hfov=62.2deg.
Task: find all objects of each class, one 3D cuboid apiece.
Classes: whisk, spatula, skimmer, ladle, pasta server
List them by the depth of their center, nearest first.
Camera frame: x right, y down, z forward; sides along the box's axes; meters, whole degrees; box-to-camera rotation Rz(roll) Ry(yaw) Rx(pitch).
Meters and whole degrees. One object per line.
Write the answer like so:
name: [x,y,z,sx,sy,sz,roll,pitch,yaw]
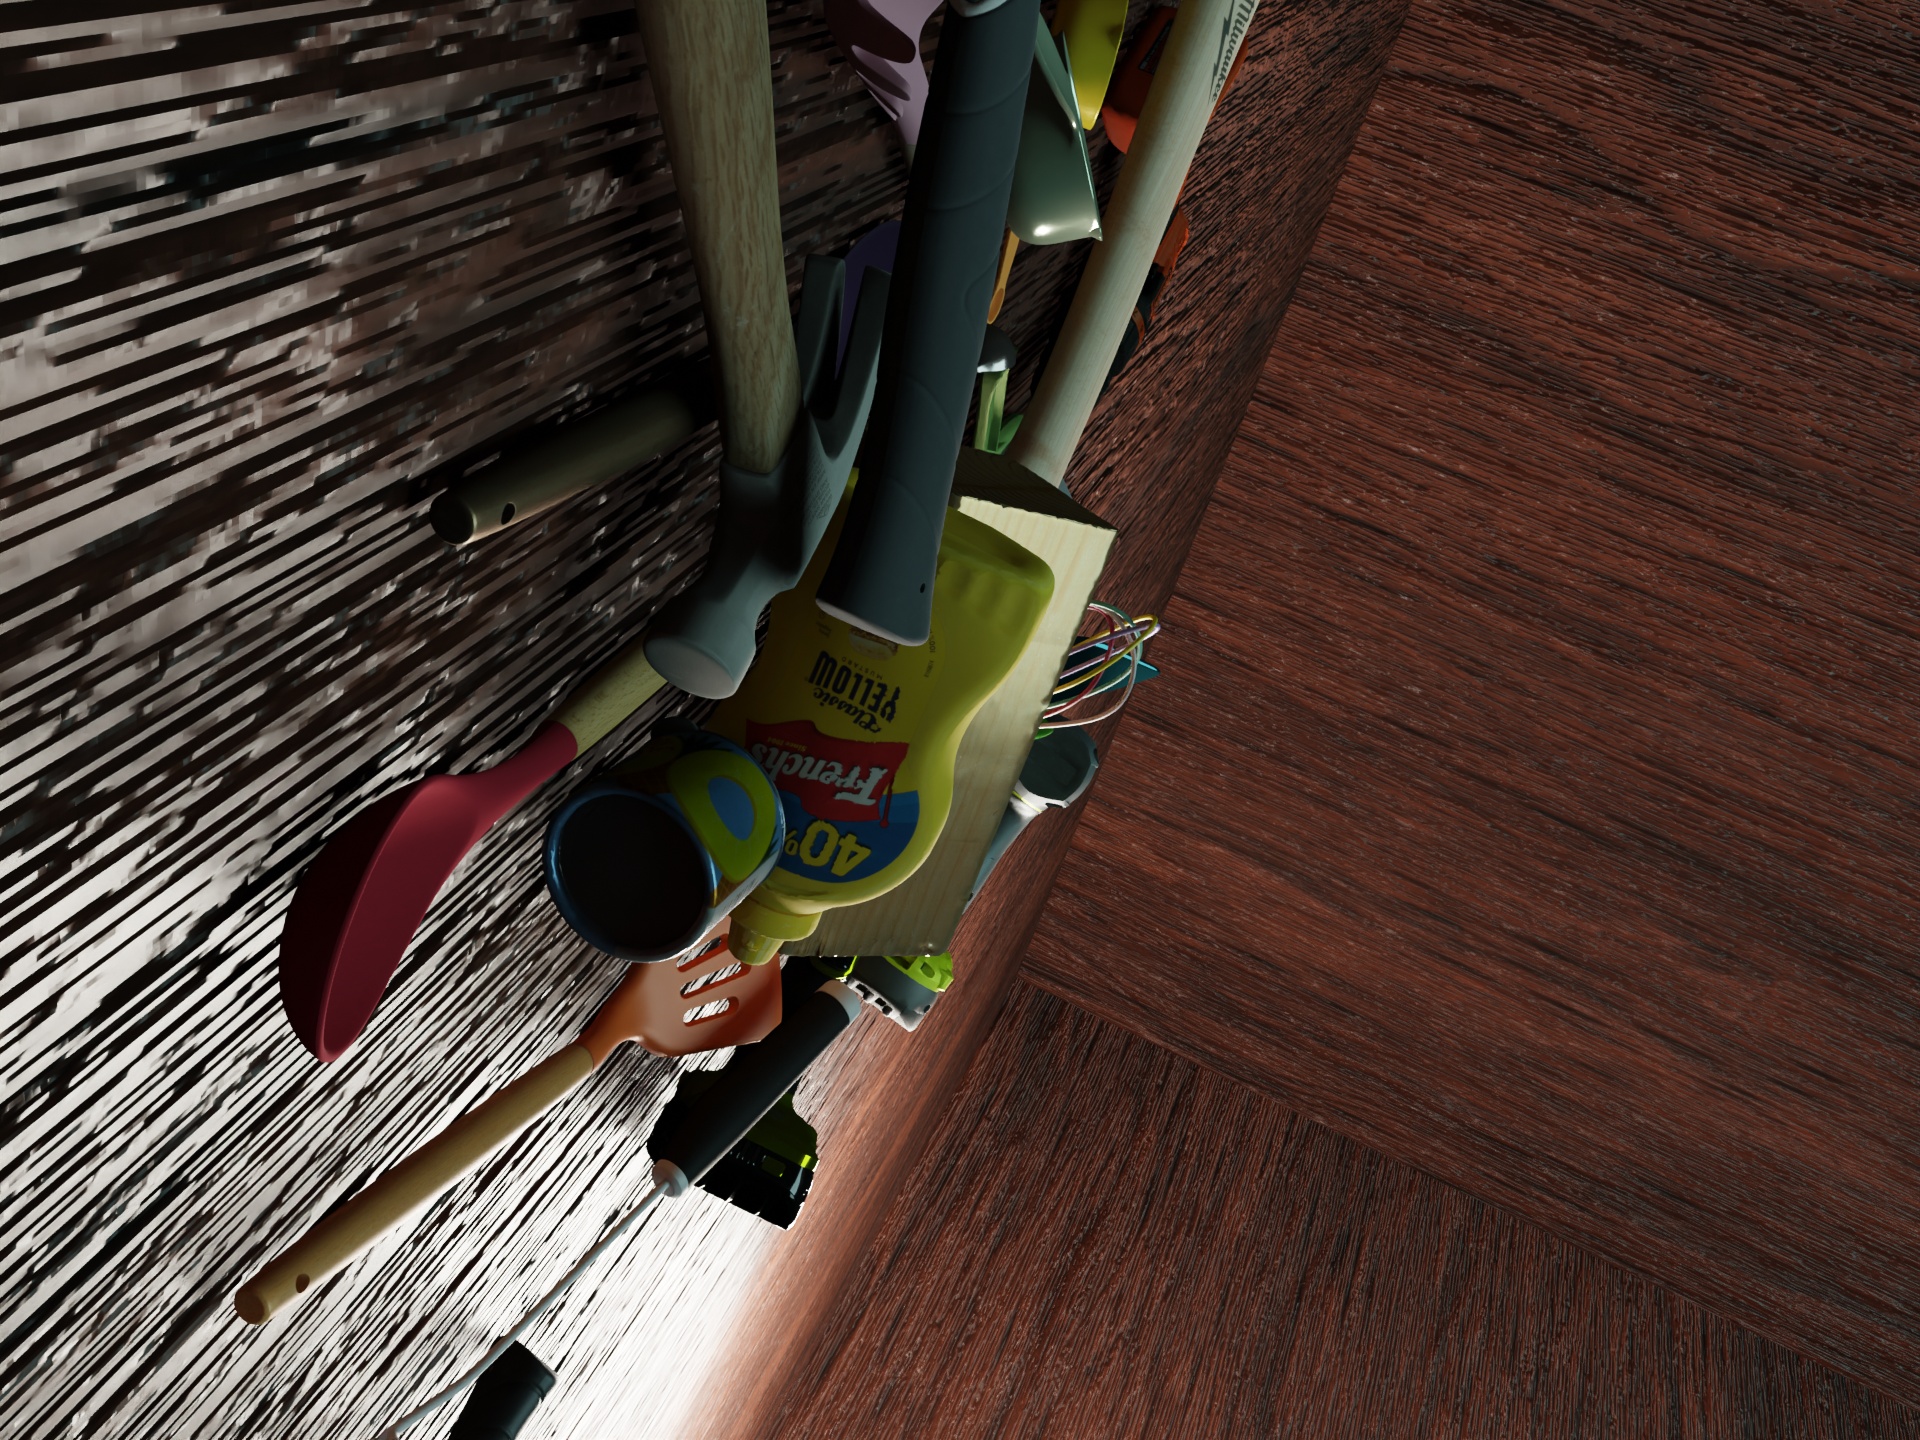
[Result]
spatula: [-0.068,-0.111,0.499,0.316,0.018,0.059,-53,160,-59]
ladle: [-0.112,-0.006,0.499,0.315,0.031,0.069,-55,169,-57]
pasta server: [-0.005,-0.199,0.570,0.316,0.040,0.060,38,75,-82]
spatula: [-0.151,0.139,0.606,0.322,0.041,0.081,-33,119,-70]
skimmer: [-0.140,0.249,0.638,0.363,0.090,0.127,-43,-177,-38]
whisk: [-0.003,-0.002,0.747,0.245,0.051,0.047,-25,-136,44]
spatula: [0.018,-0.020,0.911,0.317,0.082,0.044,-16,90,-61]

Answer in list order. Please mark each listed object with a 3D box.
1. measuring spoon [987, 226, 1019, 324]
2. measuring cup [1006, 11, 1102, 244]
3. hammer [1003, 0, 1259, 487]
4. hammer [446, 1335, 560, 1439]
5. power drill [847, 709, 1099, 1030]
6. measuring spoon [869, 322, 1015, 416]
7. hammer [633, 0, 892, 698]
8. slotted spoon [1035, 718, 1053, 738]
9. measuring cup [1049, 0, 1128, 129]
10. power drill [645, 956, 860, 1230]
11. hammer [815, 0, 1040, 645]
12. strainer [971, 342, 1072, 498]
measuring spoon: [0.024,-0.240,0.732,0.021,0.011,0.116,-48,157,-59]
measuring cup: [0.022,-0.223,0.581,0.167,0.038,0.083,-18,97,-79]
hammer: [0.086,-0.230,0.772,0.146,0.038,0.410,-10,130,-50]
hammer: [-0.245,0.391,0.615,0.146,0.035,0.335,-27,-156,31]
power drill: [0.005,0.089,1.076,0.223,0.080,0.171,-53,-178,1]
measuring spoon: [-0.009,-0.155,0.697,0.124,0.034,0.018,-45,148,-54]
hammer: [-0.055,-0.144,0.368,0.331,0.031,0.130,91,20,-58]
slotted spoon: [-0.009,0.029,0.986,0.313,0.070,0.031,136,-56,-73]
measuring cup: [0.059,-0.328,0.662,0.062,0.029,0.156,-127,-132,-83]
power drill: [-0.074,0.140,0.833,0.228,0.080,0.190,-63,-172,-14]
hammer: [0.014,-0.209,0.404,0.149,0.036,0.408,-30,136,-57]
strainer: [0.034,-0.122,0.898,0.151,0.069,0.256,-62,172,-23]
